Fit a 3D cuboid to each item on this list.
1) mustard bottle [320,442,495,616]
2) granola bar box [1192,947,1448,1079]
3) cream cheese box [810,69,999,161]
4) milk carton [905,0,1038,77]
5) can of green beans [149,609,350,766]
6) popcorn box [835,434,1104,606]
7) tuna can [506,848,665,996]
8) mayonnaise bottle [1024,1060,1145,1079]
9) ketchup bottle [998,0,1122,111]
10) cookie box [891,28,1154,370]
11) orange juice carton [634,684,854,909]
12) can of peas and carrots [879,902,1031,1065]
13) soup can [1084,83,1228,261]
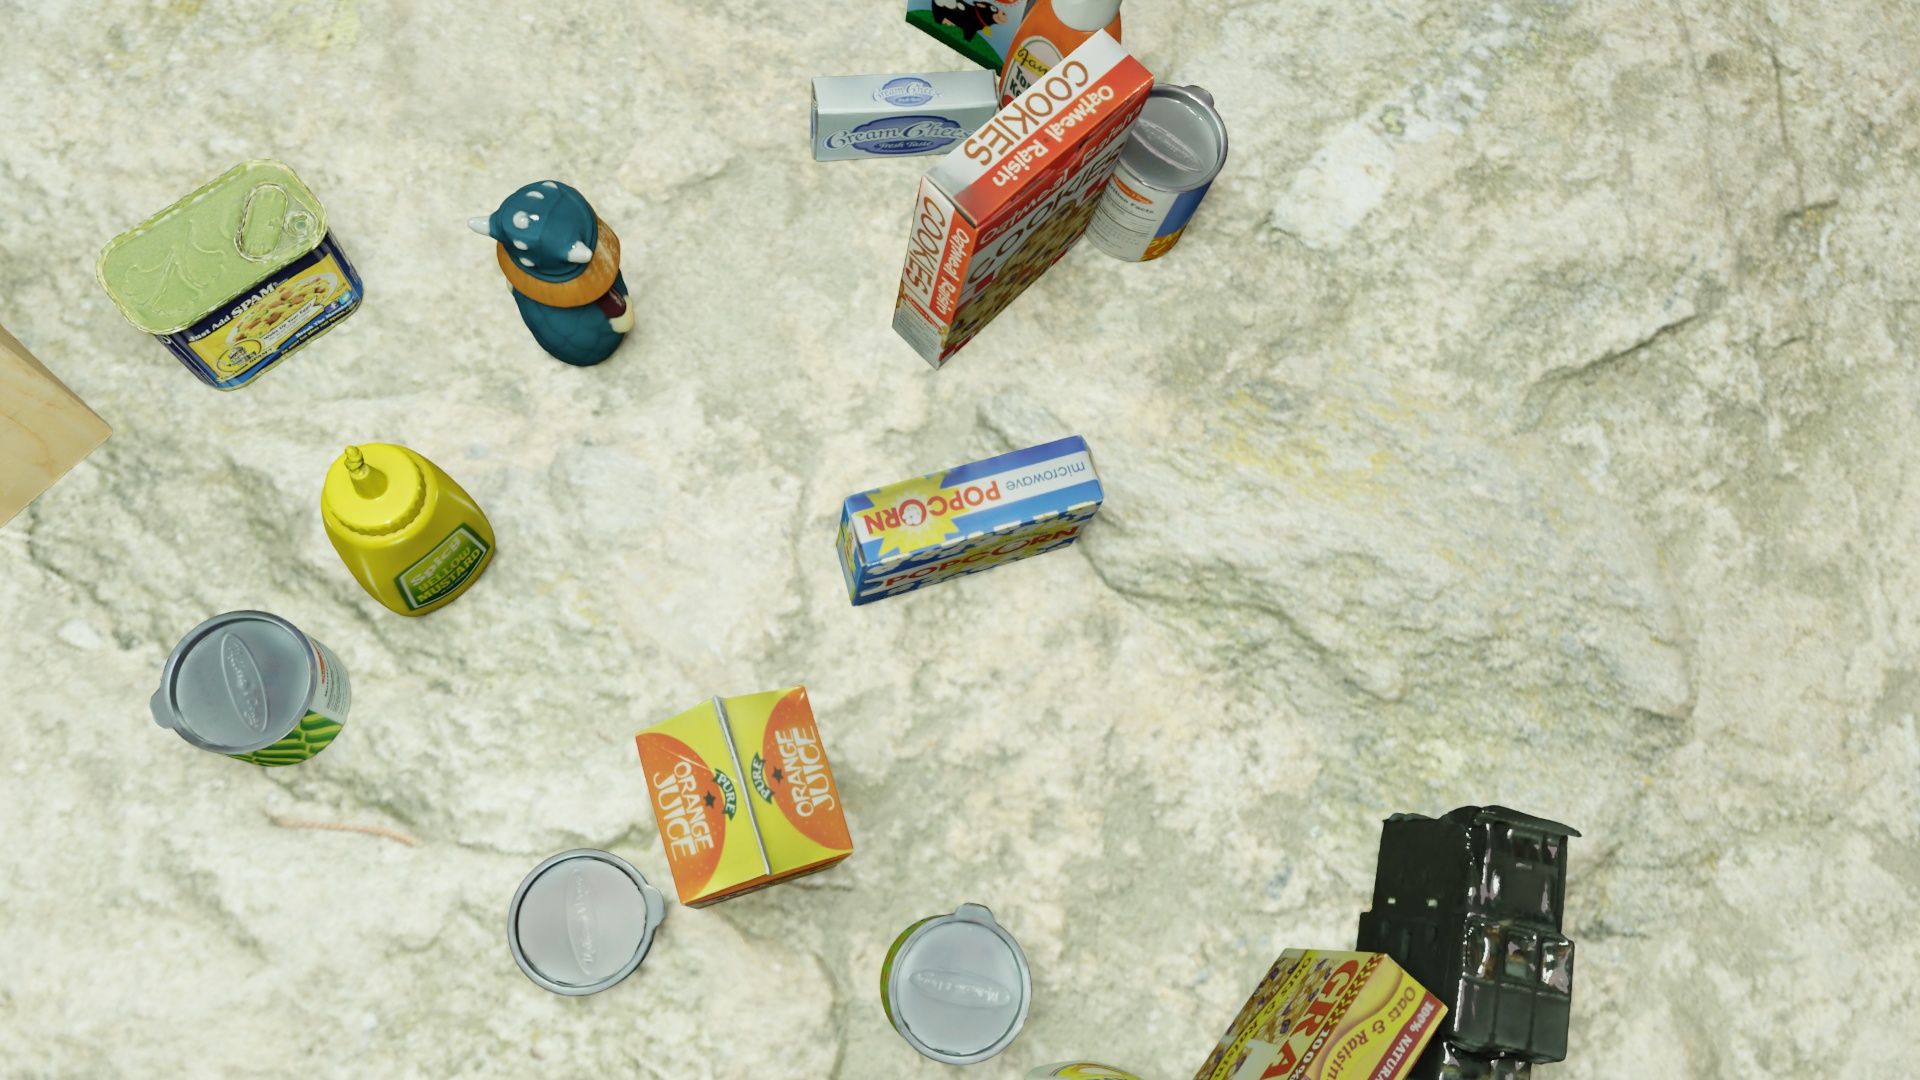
[{"bbox_3d":[-0.256,-0.009,0.631,0.049,0.159,0.065,44,73,5],"label":"mustard bottle"},{"bbox_3d":[0.136,0.263,0.628,0.039,0.124,0.166,40,73,4],"label":"granola bar box"},{"bbox_3d":[-0.033,-0.240,0.786,0.104,0.053,0.024,-6,75,-10],"label":"cream cheese box"},{"bbox_3d":[0.026,-0.345,0.753,0.073,0.190,0.072,31,73,1],"label":"milk carton"},{"bbox_3d":[-0.328,0.071,0.652,0.071,0.057,0.071,2,74,-8],"label":"can of green beans"},{"bbox_3d":[0.003,-0.009,0.708,0.127,0.085,0.038,-16,77,-12],"label":"popcorn box"},{"bbox_3d":[-0.174,0.179,0.655,0.071,0.032,0.071,2,74,-8],"label":"tuna can"},{"bbox_3d":[0.068,0.256,0.607,0.065,0.147,0.041,5,74,-7],"label":"mayonnaise bottle"},{"bbox_3d":[0.060,-0.271,0.759,0.065,0.148,0.044,43,73,5],"label":"ketchup bottle"},{"bbox_3d":[0.027,-0.168,0.714,0.040,0.167,0.123,45,73,5],"label":"cookie box"},{"bbox_3d":[-0.093,0.114,0.602,0.073,0.192,0.072,-15,77,-12],"label":"orange juice carton"},{"bbox_3d":[-0.003,0.208,0.658,0.071,0.058,0.071,2,74,-7],"label":"can of peas and carrots"},{"bbox_3d":[0.107,-0.206,0.781,0.071,0.083,0.071,2,74,-7],"label":"soup can"}]
